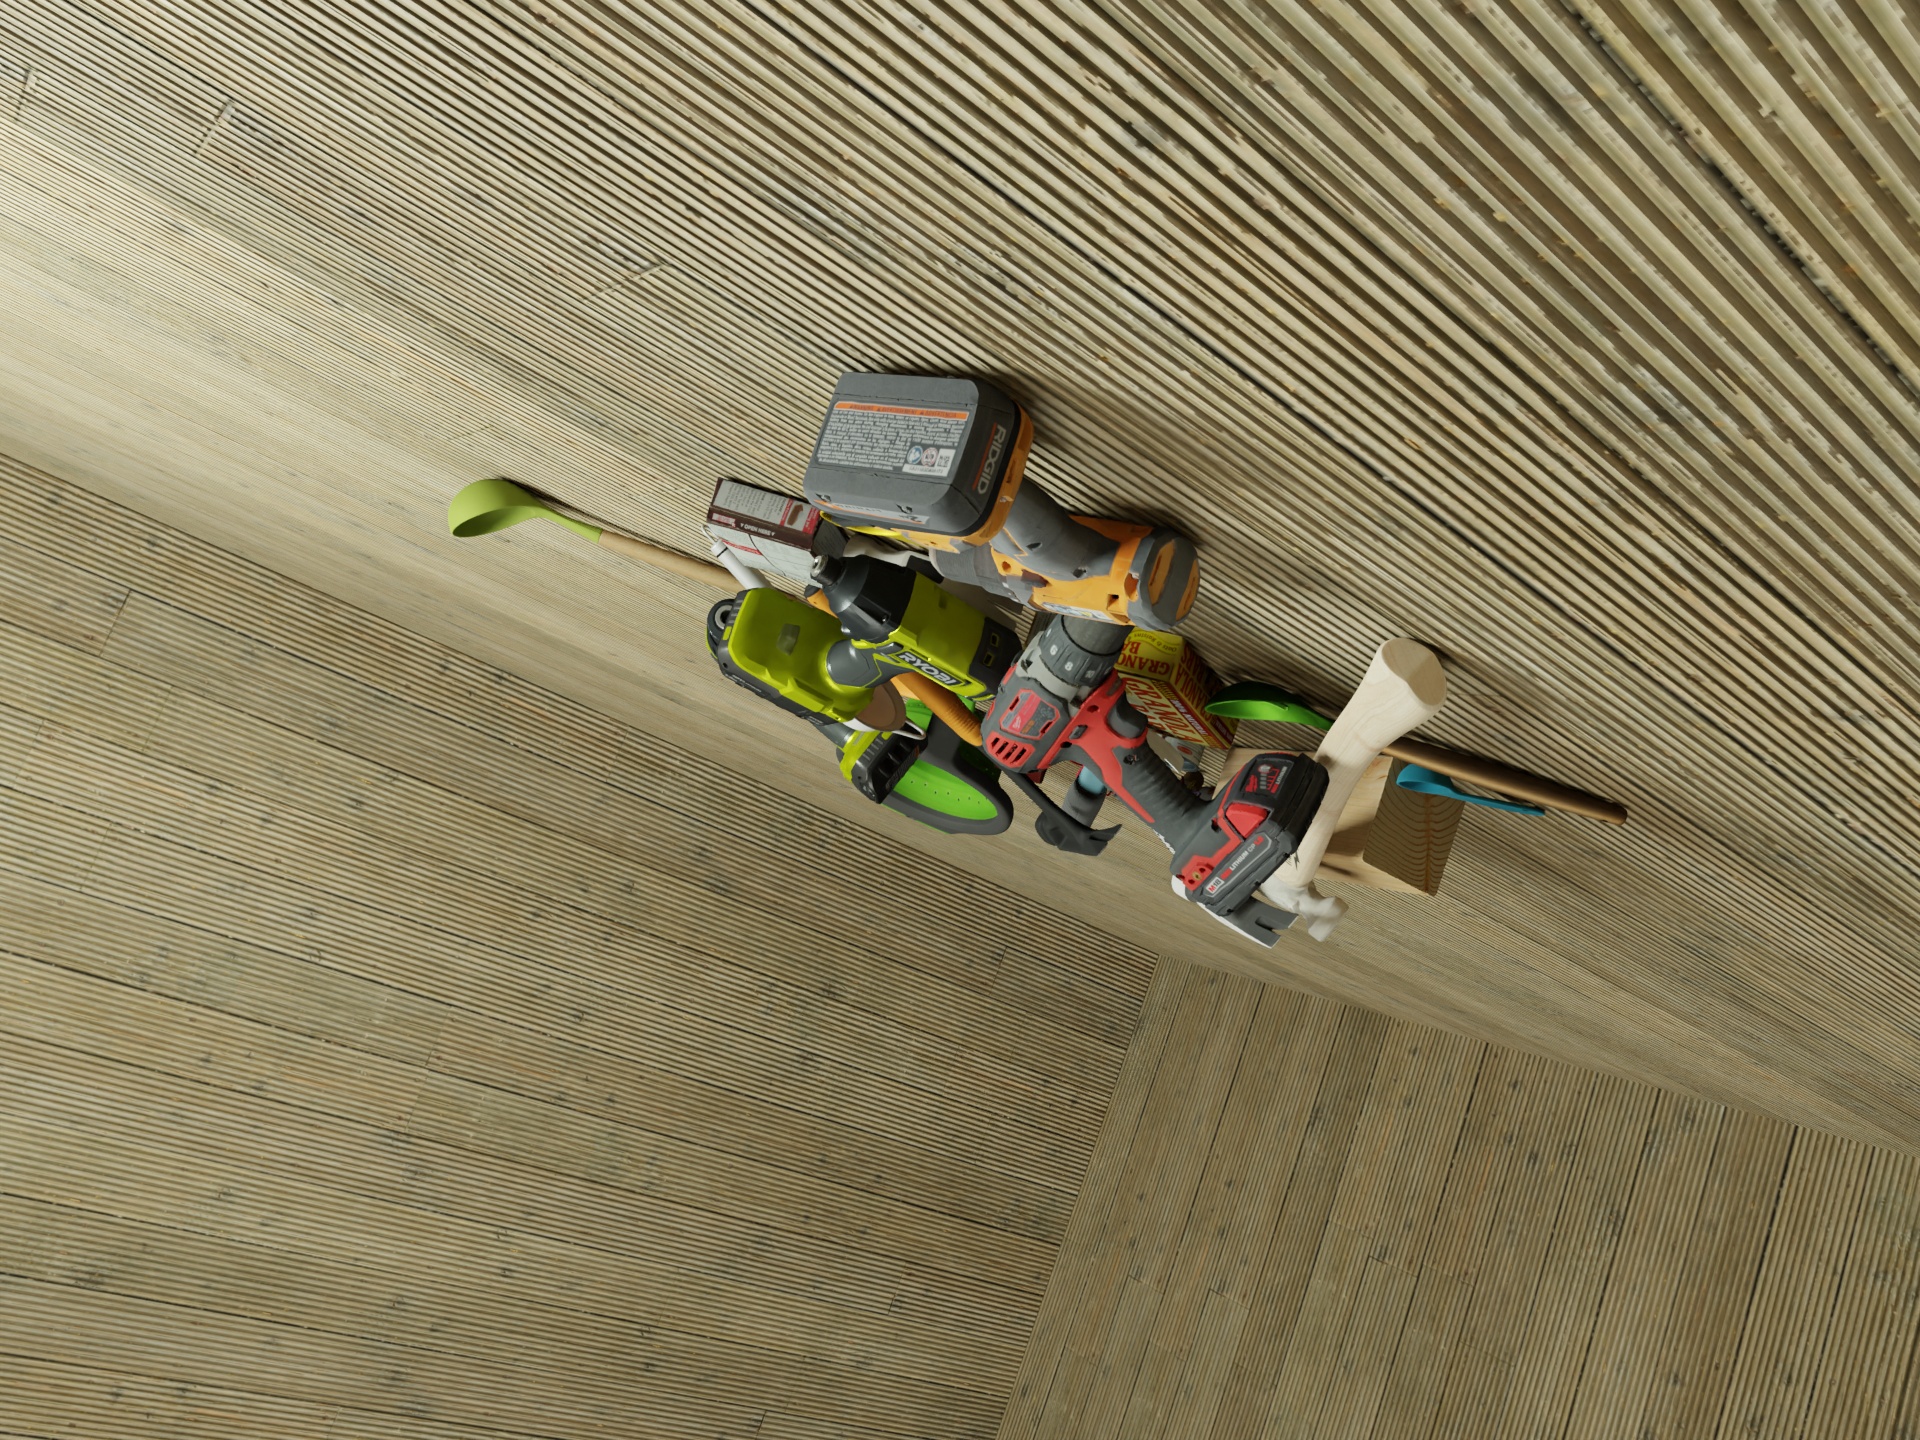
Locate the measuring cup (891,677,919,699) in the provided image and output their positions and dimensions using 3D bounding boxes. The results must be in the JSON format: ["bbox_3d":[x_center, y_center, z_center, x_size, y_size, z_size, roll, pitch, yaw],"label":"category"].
[{"bbox_3d":[-0.058,-0.052,1.485,0.095,0.052,0.173,20,172,-1],"label":"measuring cup"}]

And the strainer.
[{"bbox_3d":[-0.131,-0.068,1.350,0.050,0.087,0.258,-36,102,28],"label":"strainer"}]

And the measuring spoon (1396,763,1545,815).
[{"bbox_3d":[0.401,0.052,1.242,0.128,0.021,0.042,13,170,-14],"label":"measuring spoon"}]

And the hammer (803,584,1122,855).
[{"bbox_3d":[-0.002,-0.004,1.355,0.336,0.034,0.127,44,167,-15],"label":"hammer"}]

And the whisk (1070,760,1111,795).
[{"bbox_3d":[0.155,0.049,1.582,0.073,0.073,0.295,18,176,13],"label":"whisk"}]

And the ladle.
[{"bbox_3d":[-0.307,-0.148,1.454,0.320,0.062,0.078,19,171,-8],"label":"ladle"}]

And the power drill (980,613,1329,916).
[{"bbox_3d":[0.137,0.011,1.086,0.227,0.080,0.187,36,136,3],"label":"power drill"}]

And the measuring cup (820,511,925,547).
[{"bbox_3d":[-0.023,-0.133,1.075,0.156,0.029,0.062,13,176,-36],"label":"measuring cup"}]

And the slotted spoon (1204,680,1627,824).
[{"bbox_3d":[0.335,0.024,1.173,0.314,0.031,0.070,18,170,5],"label":"slotted spoon"}]

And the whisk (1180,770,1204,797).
[{"bbox_3d":[0.210,0.066,1.474,0.051,0.047,0.245,14,-173,12],"label":"whisk"}]

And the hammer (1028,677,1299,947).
[{"bbox_3d":[0.147,0.064,1.250,0.334,0.035,0.146,48,170,-33],"label":"hammer"}]

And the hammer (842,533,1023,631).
[{"bbox_3d":[0.002,-0.071,1.315,0.130,0.031,0.331,18,170,14],"label":"hammer"}]

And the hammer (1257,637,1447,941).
[{"bbox_3d":[0.257,0.044,1.148,0.146,0.038,0.410,39,159,15],"label":"hammer"}]

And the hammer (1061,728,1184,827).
[{"bbox_3d":[0.115,0.058,1.420,0.128,0.033,0.330,22,162,4],"label":"hammer"}]

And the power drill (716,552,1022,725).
[{"bbox_3d":[-0.083,-0.064,1.200,0.171,0.080,0.223,29,158,-30],"label":"power drill"}]

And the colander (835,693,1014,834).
[{"bbox_3d":[-0.013,0.010,1.643,0.204,0.094,0.397,24,159,1],"label":"colander"}]

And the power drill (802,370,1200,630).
[{"bbox_3d":[0.010,-0.119,0.913,0.185,0.084,0.226,14,173,40],"label":"power drill"}]

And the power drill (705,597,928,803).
[{"bbox_3d":[-0.143,-0.027,1.483,0.228,0.080,0.190,38,173,5],"label":"power drill"}]
